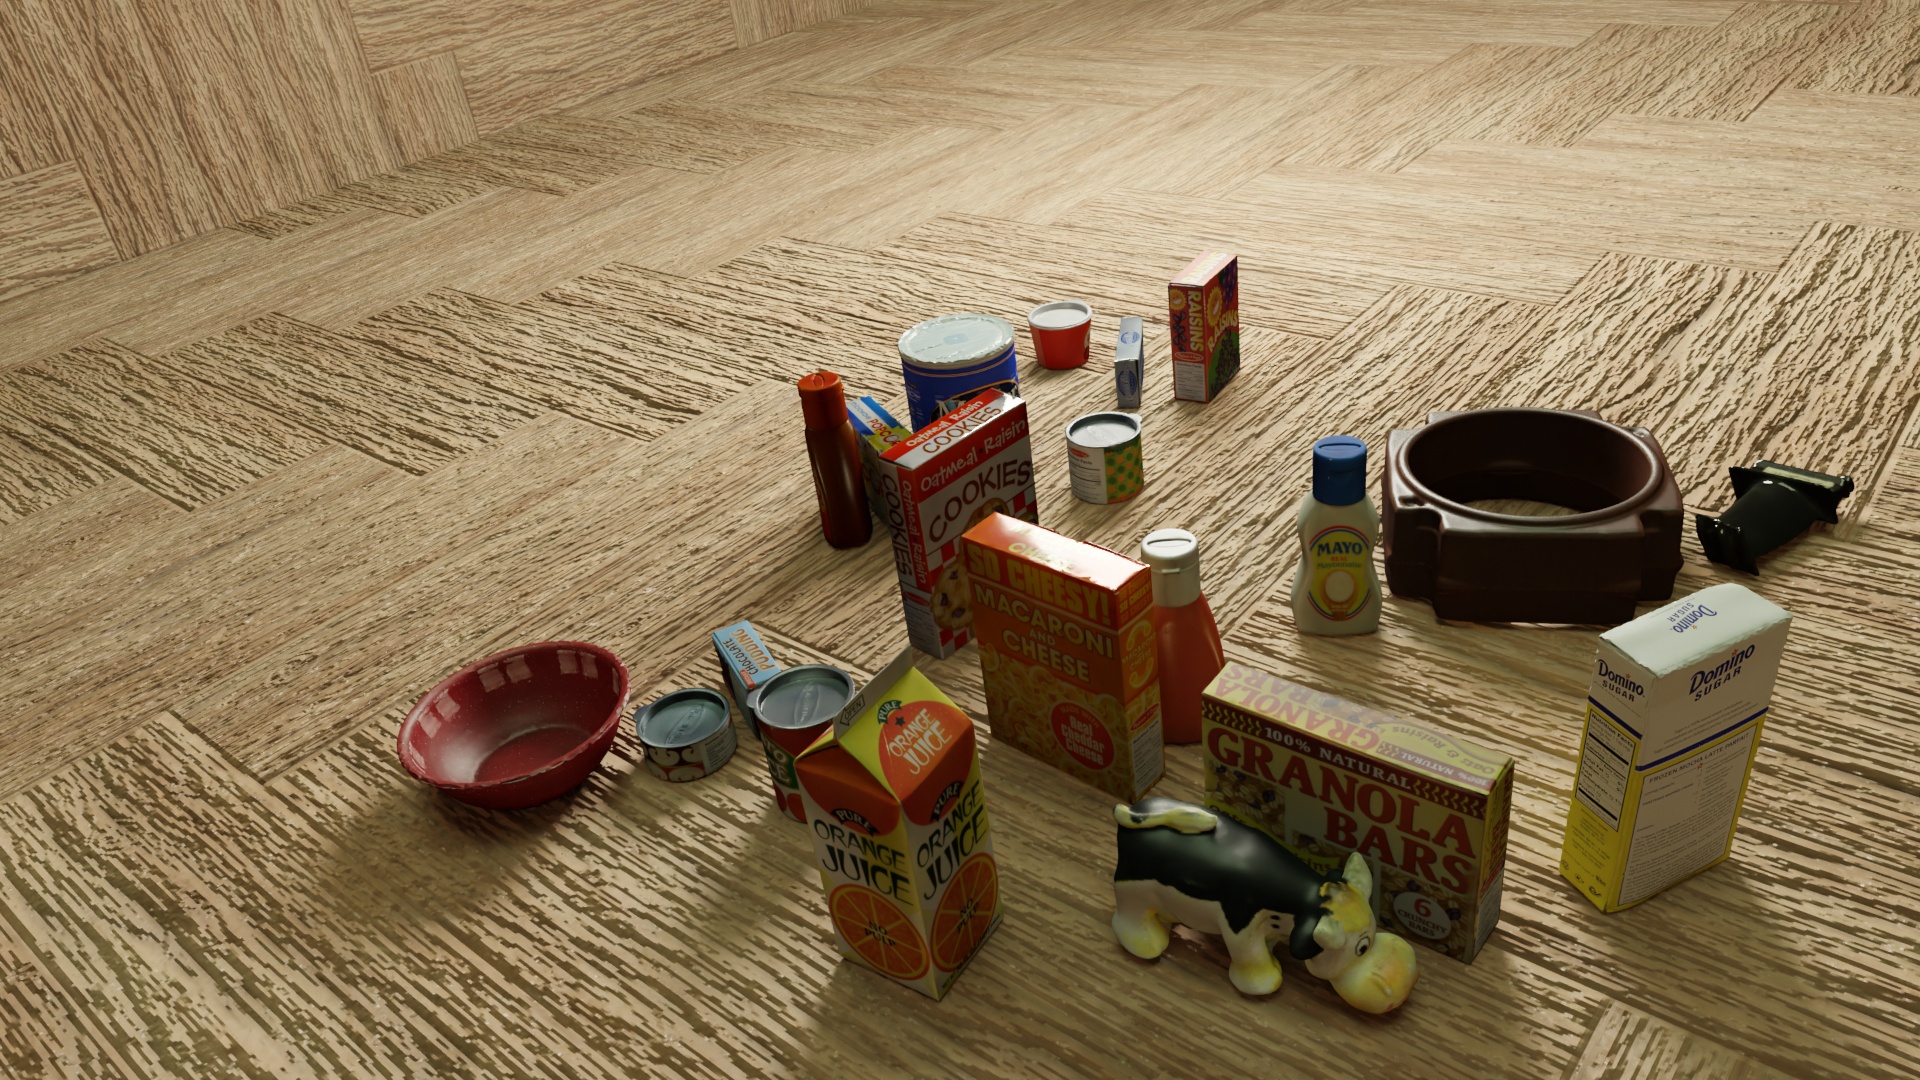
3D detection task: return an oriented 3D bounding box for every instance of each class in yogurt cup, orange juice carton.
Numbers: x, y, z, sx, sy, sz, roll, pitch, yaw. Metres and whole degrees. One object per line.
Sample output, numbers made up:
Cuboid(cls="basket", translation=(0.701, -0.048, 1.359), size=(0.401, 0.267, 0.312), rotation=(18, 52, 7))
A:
Cuboid(cls="yogurt cup", translation=(0.106, -0.214, 1.456), size=(0.072, 0.053, 0.073), rotation=(-6, 31, 4))
Cuboid(cls="orange juice carton", translation=(-0.034, 0.152, 0.763), size=(0.073, 0.191, 0.072), rotation=(13, 37, 32))

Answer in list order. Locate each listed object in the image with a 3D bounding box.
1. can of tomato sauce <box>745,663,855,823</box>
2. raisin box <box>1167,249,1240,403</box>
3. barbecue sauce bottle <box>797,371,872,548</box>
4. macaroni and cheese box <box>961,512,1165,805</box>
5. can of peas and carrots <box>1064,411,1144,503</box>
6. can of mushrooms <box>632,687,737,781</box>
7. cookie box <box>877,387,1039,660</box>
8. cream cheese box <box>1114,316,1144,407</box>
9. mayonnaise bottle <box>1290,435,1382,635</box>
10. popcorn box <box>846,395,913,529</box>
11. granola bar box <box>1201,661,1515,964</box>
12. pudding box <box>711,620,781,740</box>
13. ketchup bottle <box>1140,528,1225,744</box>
Cuboid(cls="can of tomato sauce", translation=(-0.098, 0.134, 0.911), size=(0.071, 0.082, 0.071), rotation=(-6, 31, 4))
Cuboid(cls="raisin box", translation=(0.238, -0.208, 1.350), size=(0.040, 0.122, 0.086), rotation=(13, 37, 31))
Cuboid(cls="barbecue sauce bottle", translation=(-0.107, -0.070, 1.181), size=(0.044, 0.147, 0.065), rotation=(-11, 31, -5))
Cuboid(cls="macaroni and cheese box", translation=(0.067, 0.074, 0.890), size=(0.124, 0.165, 0.040), rotation=(20, 41, 38))
Cuboid(cls="can of peas and carrots", translation=(0.129, -0.074, 1.219), size=(0.071, 0.058, 0.071), rotation=(-6, 31, 4))
Cuboid(cls="can of mushrooms", translation=(-0.194, 0.136, 0.977), size=(0.071, 0.033, 0.071), rotation=(-6, 31, 4))
Cuboid(cls="cookie box", translation=(0.004, -0.013, 1.045), size=(0.040, 0.166, 0.123), rotation=(21, 41, 39))
Cuboid(cls="cream cheese box", translation=(0.169, -0.178, 1.384), size=(0.024, 0.053, 0.104), rotation=(-1, 32, 11))
Cuboid(cls="mayonnaise bottle", translation=(0.267, -0.002, 0.985), size=(0.065, 0.147, 0.041), rotation=(-1, 32, 11))
Cuboid(cls="popcorn box", translation=(-0.066, -0.065, 1.224), size=(0.038, 0.084, 0.127), rotation=(-20, 33, -18))
Cuboid(cls="granola bar box", translation=(0.215, 0.149, 0.774), size=(0.165, 0.123, 0.039), rotation=(18, 40, 36))
Cuboid(cls="pudding box", translation=(-0.151, 0.100, 1.009), size=(0.030, 0.049, 0.084), rotation=(-20, 33, -19))
Cuboid(cls="ketchup bottle", translation=(0.140, 0.064, 0.906), size=(0.065, 0.148, 0.044), rotation=(-4, 31, 8))
